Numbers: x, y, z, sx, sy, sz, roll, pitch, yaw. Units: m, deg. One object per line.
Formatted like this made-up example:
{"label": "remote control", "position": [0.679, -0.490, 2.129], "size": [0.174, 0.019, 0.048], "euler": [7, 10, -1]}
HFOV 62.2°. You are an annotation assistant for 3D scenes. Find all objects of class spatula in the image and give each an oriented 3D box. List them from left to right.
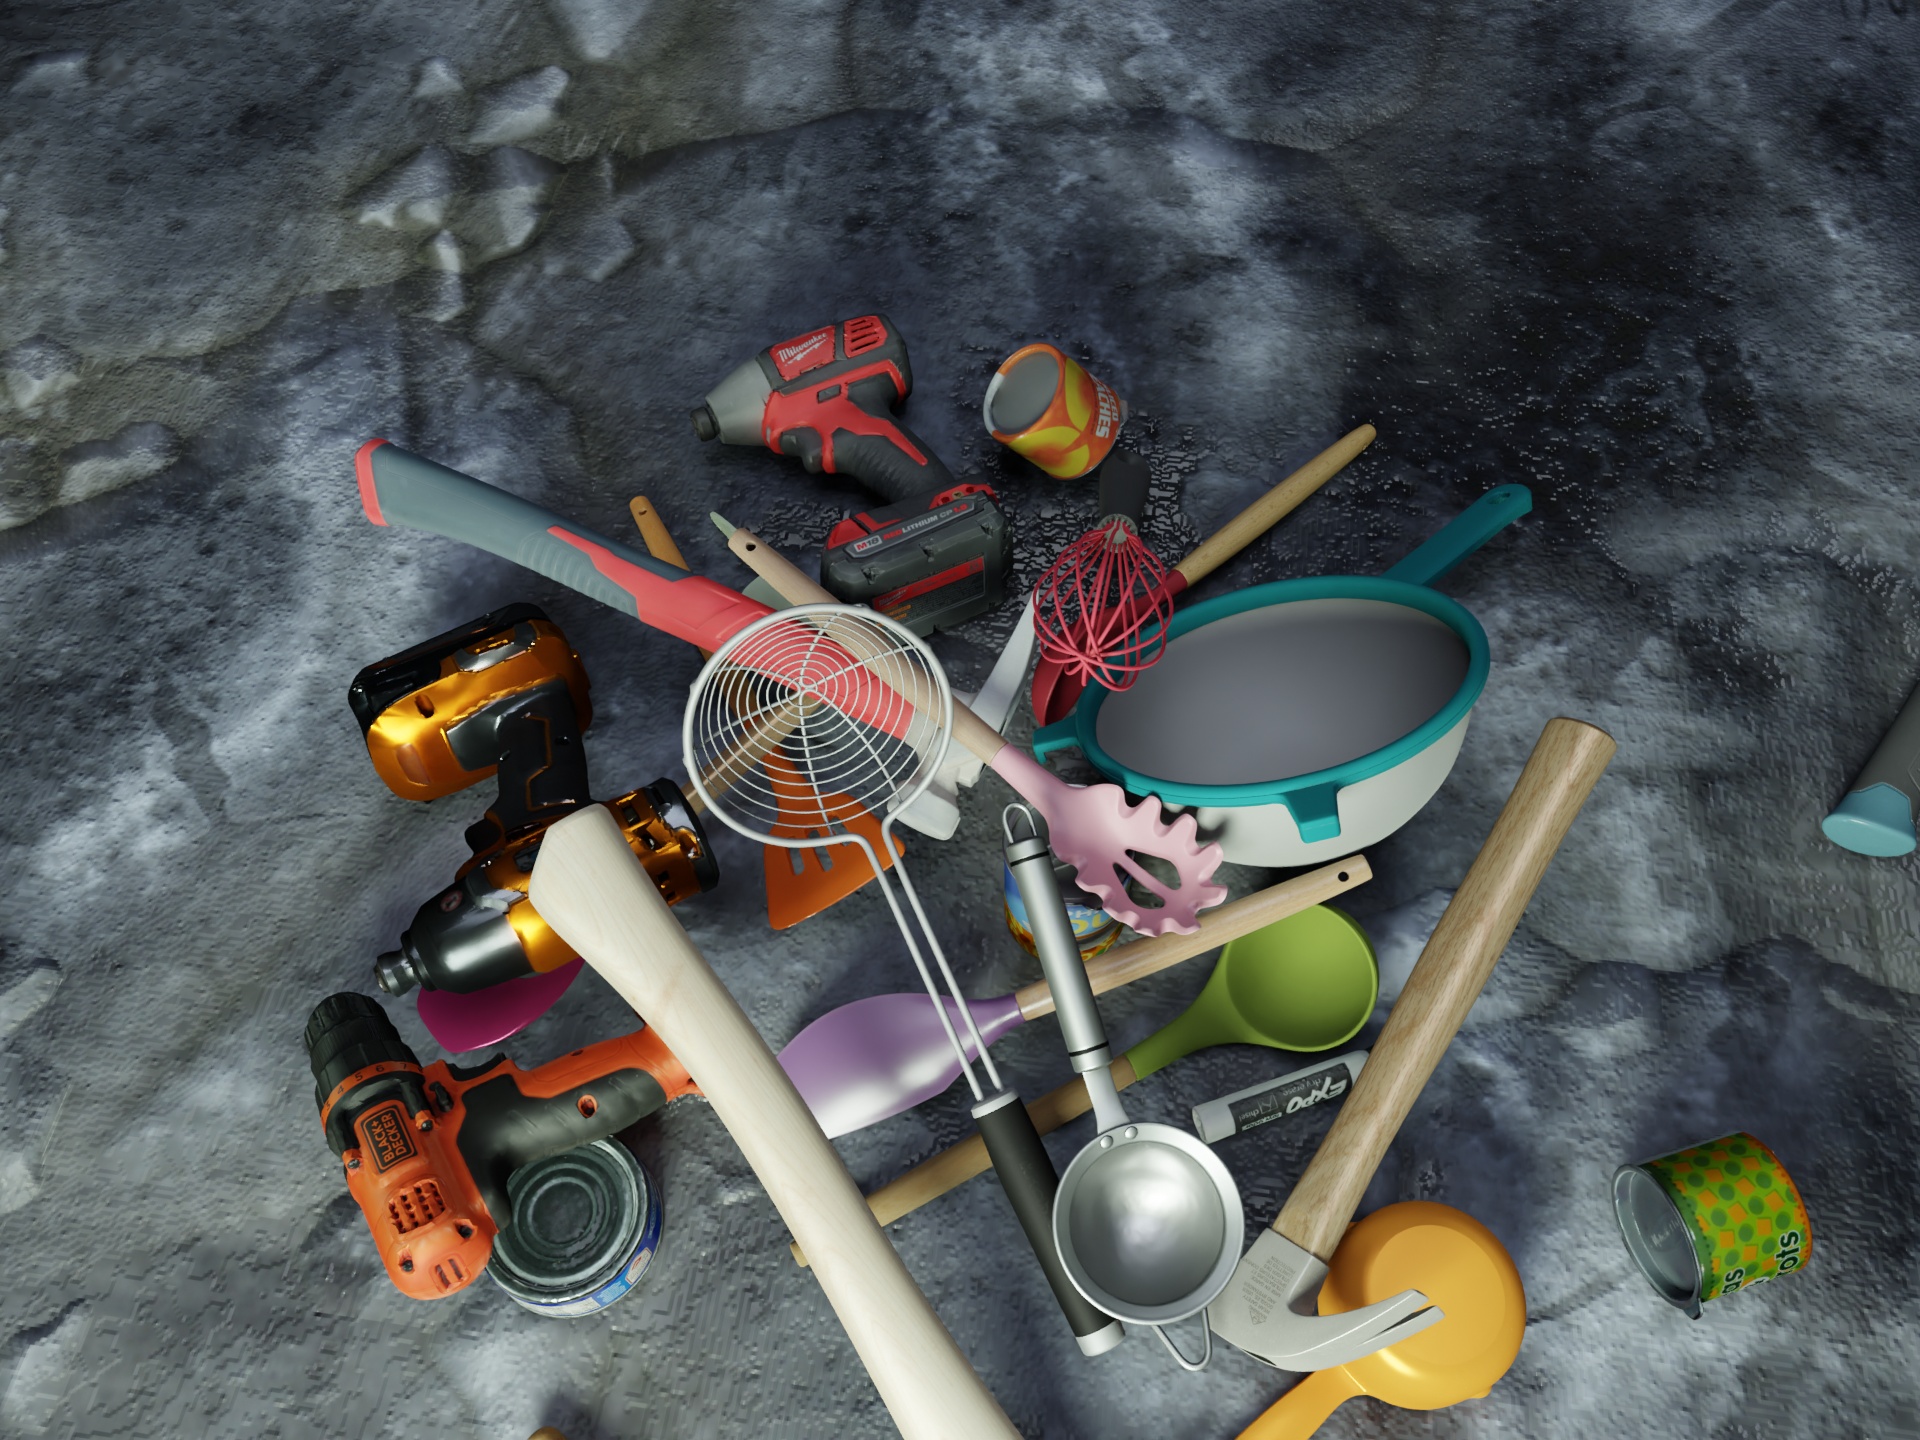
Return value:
{"label": "spatula", "position": [-0.130, -0.021, 0.910], "size": [0.081, 0.041, 0.323], "euler": [-31, 61, -2]}
{"label": "spatula", "position": [0.052, 0.129, 0.785], "size": [0.316, 0.018, 0.060], "euler": [-22, 83, 4]}

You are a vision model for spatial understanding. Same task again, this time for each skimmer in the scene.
{"label": "skimmer", "position": [-0.010, 0.121, 0.724], "size": [0.127, 0.090, 0.363], "euler": [-25, 83, -3]}

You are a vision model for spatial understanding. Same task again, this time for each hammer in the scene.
{"label": "hammer", "position": [-0.149, -0.079, 0.858], "size": [0.386, 0.038, 0.143], "euler": [24, 78, 9]}
{"label": "hammer", "position": [-0.054, 0.208, 0.702], "size": [0.146, 0.038, 0.411], "euler": [-32, 83, -17]}
{"label": "hammer", "position": [0.213, 0.141, 0.729], "size": [0.130, 0.031, 0.331], "euler": [20, 73, 50]}
{"label": "hammer", "position": [0.583, -0.045, 0.904], "size": [0.128, 0.033, 0.331], "euler": [36, 67, 20]}

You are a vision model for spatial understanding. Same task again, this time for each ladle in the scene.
{"label": "ladle", "position": [0.062, 0.182, 0.776], "size": [0.320, 0.062, 0.078], "euler": [-27, 80, -10]}
{"label": "ladle", "position": [0.148, -0.097, 0.943], "size": [0.315, 0.069, 0.031], "euler": [-38, 65, -25]}

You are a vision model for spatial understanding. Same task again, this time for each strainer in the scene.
{"label": "strainer", "position": [0.063, 0.160, 0.722], "size": [0.087, 0.050, 0.258], "euler": [-16, 82, -9]}
{"label": "strainer", "position": [0.217, -0.019, 0.864], "size": [0.340, 0.095, 0.211], "euler": [-35, 32, -30]}

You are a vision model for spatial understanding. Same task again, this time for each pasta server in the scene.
{"label": "pasta server", "position": [-0.001, -0.003, 0.784], "size": [0.316, 0.040, 0.060], "euler": [40, 78, 16]}

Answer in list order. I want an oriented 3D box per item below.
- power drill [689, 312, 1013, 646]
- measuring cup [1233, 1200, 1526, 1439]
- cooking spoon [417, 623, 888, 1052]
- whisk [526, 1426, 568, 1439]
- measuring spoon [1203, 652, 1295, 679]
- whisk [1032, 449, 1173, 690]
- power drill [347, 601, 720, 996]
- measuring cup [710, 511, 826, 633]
{"label": "power drill", "position": [-0.069, -0.151, 0.968], "size": [0.143, 0.078, 0.220], "euler": [-22, 58, -12]}
{"label": "measuring cup", "position": [0.177, 0.286, 0.708], "size": [0.173, 0.052, 0.095], "euler": [-34, 67, -18]}
{"label": "cooking spoon", "position": [-0.160, 0.056, 0.852], "size": [0.319, 0.017, 0.069], "euler": [-42, 66, -9]}
{"label": "whisk", "position": [-0.097, 0.383, 0.670], "size": [0.245, 0.047, 0.051], "euler": [33, 67, 23]}
{"label": "measuring spoon", "position": [0.198, -0.039, 0.929], "size": [0.117, 0.011, 0.021], "euler": [-9, 58, -8]}
{"label": "whisk", "position": [0.084, -0.096, 0.874], "size": [0.073, 0.073, 0.296], "euler": [7, 28, 6]}
{"label": "power drill", "position": [-0.239, 0.043, 0.817], "size": [0.164, 0.084, 0.227], "euler": [-26, 44, -16]}
{"label": "measuring cup", "position": [-0.120, -0.074, 0.936], "size": [0.038, 0.083, 0.168], "euler": [-38, 49, -9]}
